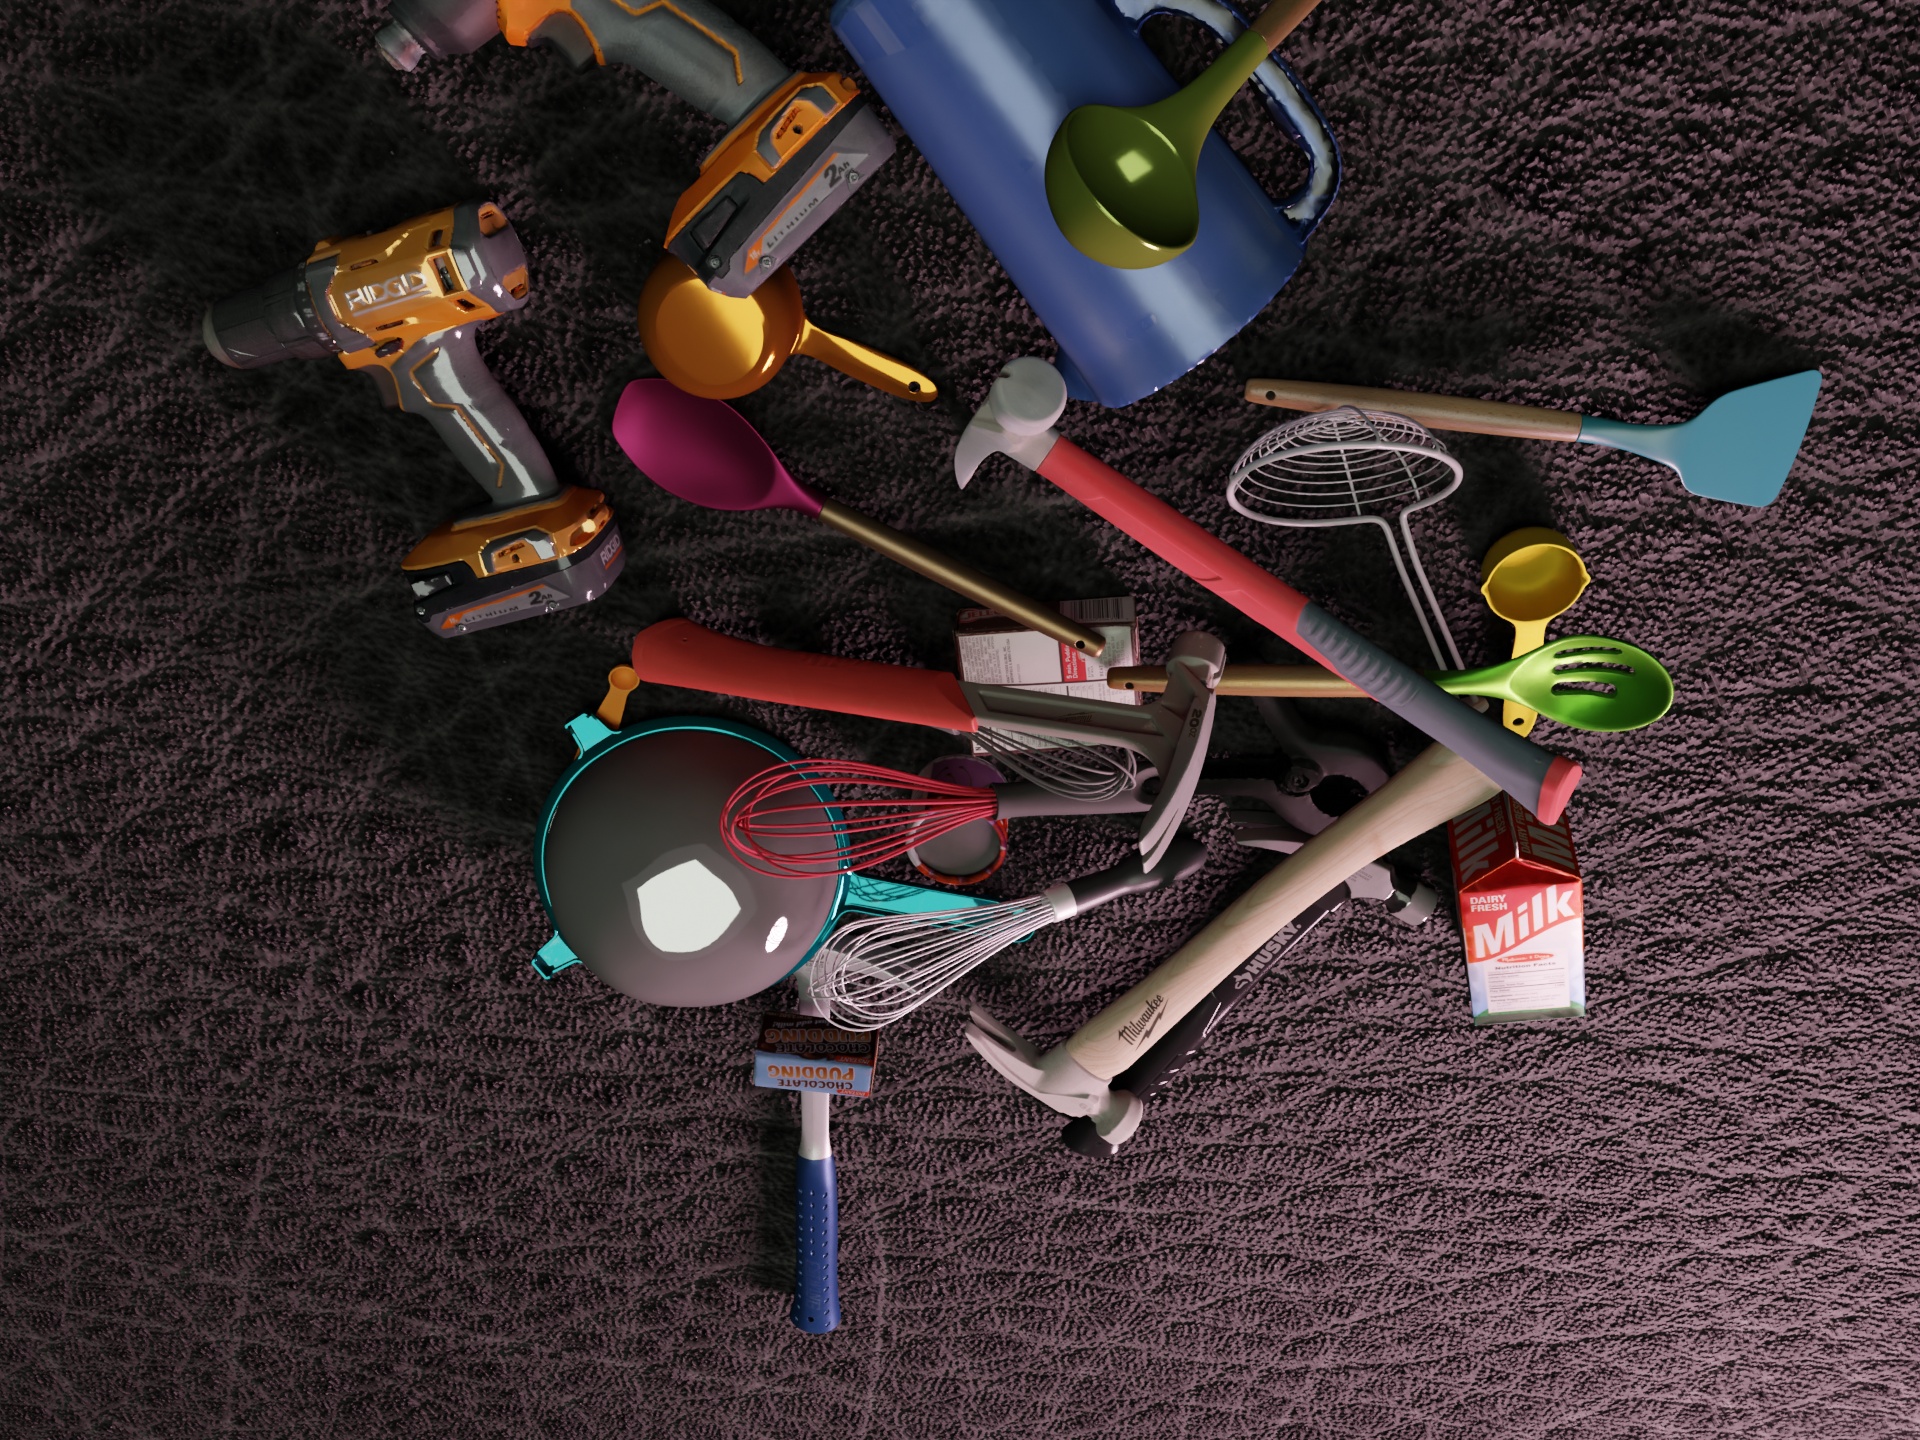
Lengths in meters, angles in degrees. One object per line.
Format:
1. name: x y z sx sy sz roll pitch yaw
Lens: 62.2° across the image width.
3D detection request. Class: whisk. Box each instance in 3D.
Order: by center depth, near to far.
1. whisk: -0.002 -0.003 0.962 0.239 0.055 0.055 18 125 23
2. whisk: 0.002 0.051 0.969 0.295 0.073 0.073 -5 122 -13
3. whisk: 0.034 0.128 1.028 0.284 0.070 0.070 -18 122 -17

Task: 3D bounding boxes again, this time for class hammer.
1. hammer: 0.169 -0.060 0.874 0.386 0.143 0.038 33 78 -4
2. hammer: -0.035 -0.008 0.924 0.359 0.149 0.036 9 144 21
3. hammer: 0.176 0.129 1.028 0.146 0.038 0.410 36 120 -14
4. hammer: 0.172 0.198 1.122 0.146 0.035 0.334 28 119 -14
5. hammer: -0.105 0.323 1.215 0.144 0.035 0.405 4 121 2

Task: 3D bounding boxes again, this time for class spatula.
1. spatula: 0.319 -0.171 0.897 0.317 0.044 0.082 8 122 4

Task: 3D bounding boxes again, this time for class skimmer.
1. skimmer: 0.274 -0.035 0.941 0.127 0.090 0.363 -10 125 37

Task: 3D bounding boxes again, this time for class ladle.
1. ladle: 0.155 -0.326 0.712 0.078 0.062 0.320 43 85 -11

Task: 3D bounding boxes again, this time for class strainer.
1. strainer: -0.114 0.121 1.036 0.340 0.095 0.211 11 108 -6

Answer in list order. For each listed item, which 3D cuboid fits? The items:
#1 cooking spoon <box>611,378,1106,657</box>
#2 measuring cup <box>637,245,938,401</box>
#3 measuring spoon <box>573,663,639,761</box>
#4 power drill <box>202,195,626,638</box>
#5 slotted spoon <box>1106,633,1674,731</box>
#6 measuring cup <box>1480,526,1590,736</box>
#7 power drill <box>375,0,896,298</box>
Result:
1. cooking spoon: -0.058 -0.113 0.937 0.319 0.017 0.068 27 120 -2
2. measuring cup: -0.095 -0.206 0.882 0.173 0.052 0.095 21 120 -7
3. measuring spoon: -0.236 0.006 1.048 0.021 0.011 0.116 17 125 -19
4. power drill: -0.309 -0.165 0.908 0.185 0.084 0.226 -12 115 11
5. slotted spoon: 0.240 -0.024 0.918 0.314 0.031 0.070 1 133 14
6. measuring cup: 0.343 -0.052 0.971 0.062 0.029 0.156 -5 133 7
7. power drill: -0.160 -0.316 0.775 0.164 0.084 0.226 -44 105 2
